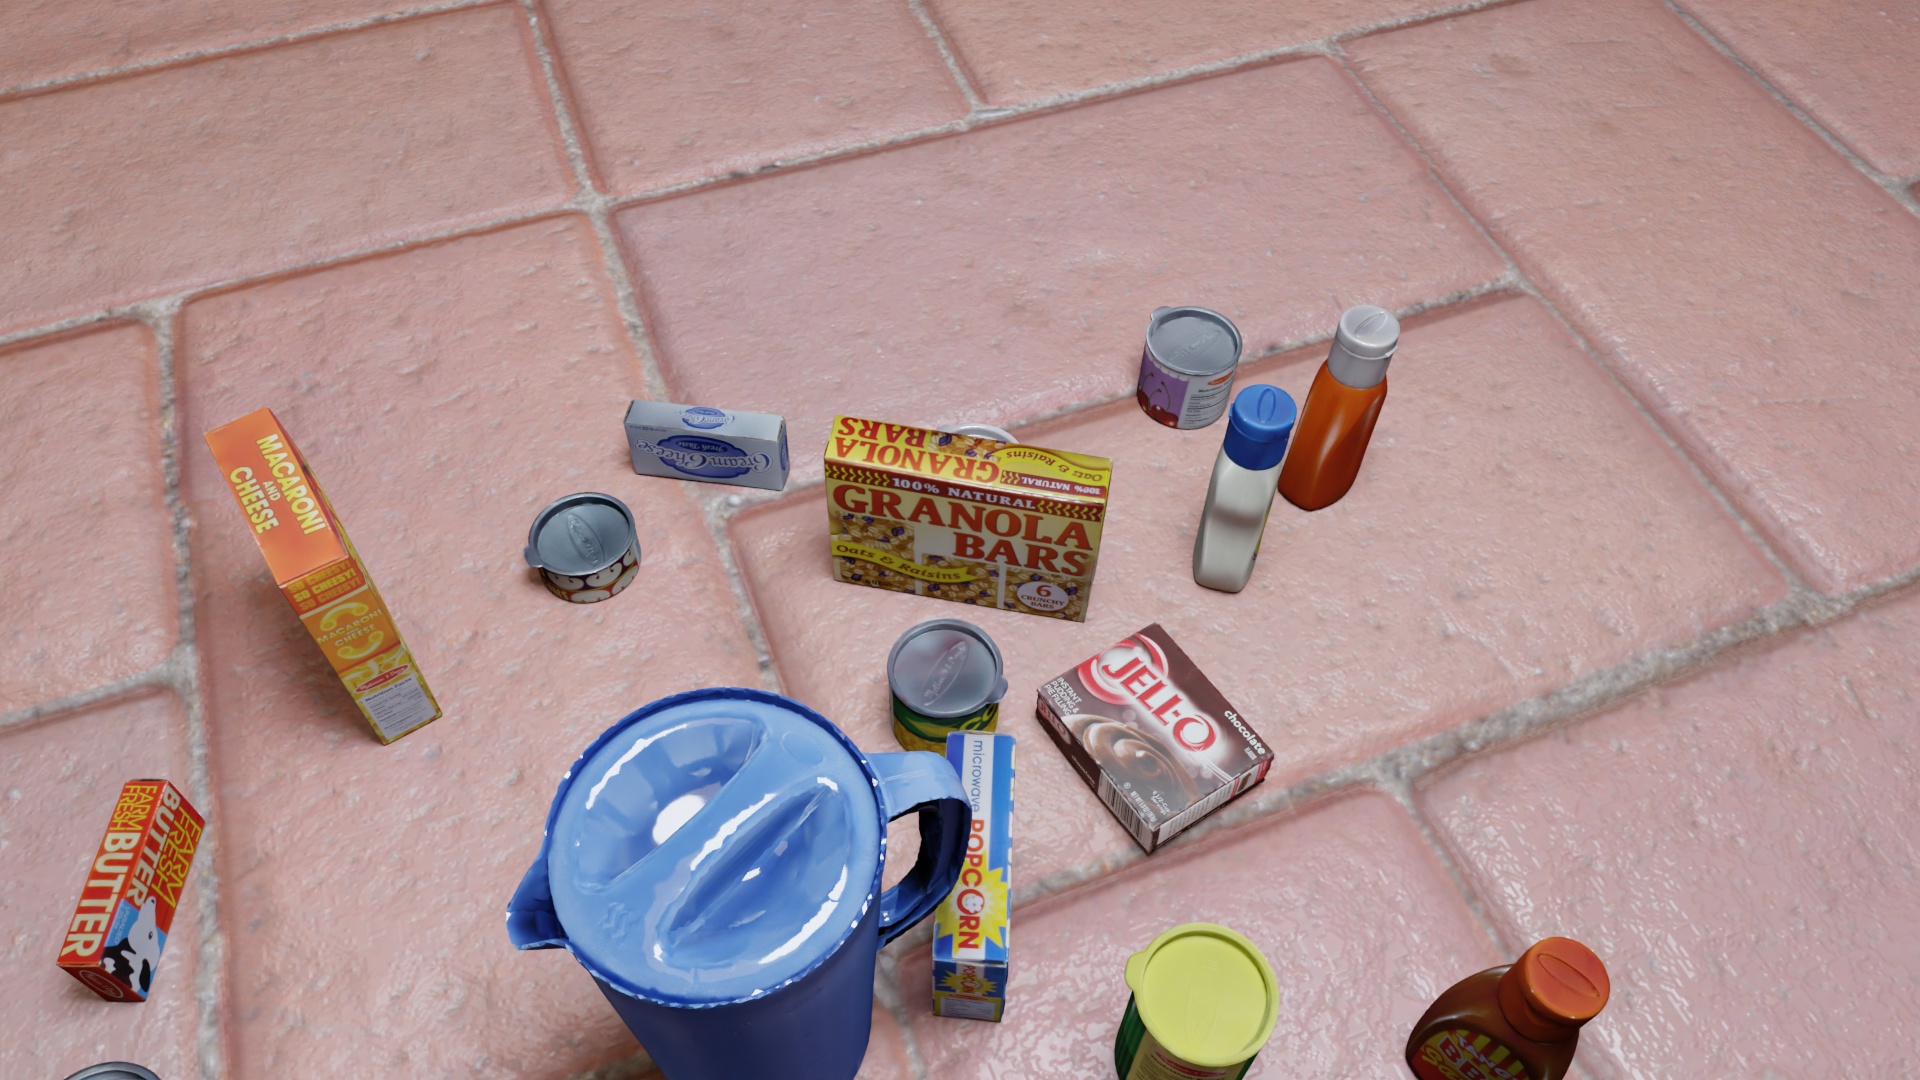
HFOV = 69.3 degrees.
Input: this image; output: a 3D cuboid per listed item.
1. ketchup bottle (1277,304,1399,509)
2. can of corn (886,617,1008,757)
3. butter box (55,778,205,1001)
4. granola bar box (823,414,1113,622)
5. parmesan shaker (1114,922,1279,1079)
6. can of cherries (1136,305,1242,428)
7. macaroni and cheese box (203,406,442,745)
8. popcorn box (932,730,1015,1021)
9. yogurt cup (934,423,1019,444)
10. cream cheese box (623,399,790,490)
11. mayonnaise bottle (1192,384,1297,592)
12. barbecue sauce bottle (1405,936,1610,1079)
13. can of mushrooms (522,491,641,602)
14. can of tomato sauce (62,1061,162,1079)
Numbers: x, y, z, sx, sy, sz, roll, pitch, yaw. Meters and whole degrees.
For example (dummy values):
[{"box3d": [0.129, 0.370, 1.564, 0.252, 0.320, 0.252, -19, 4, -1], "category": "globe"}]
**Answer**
[{"box3d": [0.246, -0.085, 0.891, 0.065, 0.148, 0.043, -38, 63, -26], "category": "ketchup bottle"}, {"box3d": [-0.007, 0.089, 0.810, 0.071, 0.058, 0.071, 1, 53, -1], "category": "can of corn"}, {"box3d": [-0.435, 0.183, 0.732, 0.024, 0.052, 0.104, 0, 53, -1], "category": "butter box"}, {"box3d": [0.003, -0.011, 0.844, 0.166, 0.123, 0.039, 9, 54, 6], "category": "granola bar box"}, {"box3d": [0.109, 0.236, 0.676, 0.071, 0.102, 0.071, 1, 53, -1], "category": "parmesan shaker"}, {"box3d": [0.158, -0.122, 0.973, 0.071, 0.058, 0.072, 1, 53, -1], "category": "can of cherries"}, {"box3d": [-0.356, 0.023, 0.784, 0.040, 0.165, 0.124, -29, 59, -21], "category": "macaroni and cheese box"}, {"box3d": [0.008, 0.175, 0.729, 0.038, 0.084, 0.127, 3, 53, 1], "category": "popcorn box"}, {"box3d": [0.009, -0.034, 0.906, 0.072, 0.053, 0.073, 1, 53, -1], "category": "yogurt cup"}, {"box3d": [-0.167, -0.063, 0.923, 0.104, 0.053, 0.024, 7, 53, 3], "category": "cream cheese box"}, {"box3d": [0.173, -0.033, 0.851, 0.041, 0.147, 0.065, 13, 54, 8], "category": "mayonnaise bottle"}, {"box3d": [0.260, 0.230, 0.655, 0.065, 0.147, 0.044, 35, 60, 22], "category": "barbecue sauce bottle"}, {"box3d": [-0.240, 0.005, 0.882, 0.071, 0.033, 0.071, 1, 53, -1], "category": "can of mushrooms"}, {"box3d": [-0.382, 0.286, 0.638, 0.071, 0.082, 0.071, 1, 53, -1], "category": "can of tomato sauce"}]
